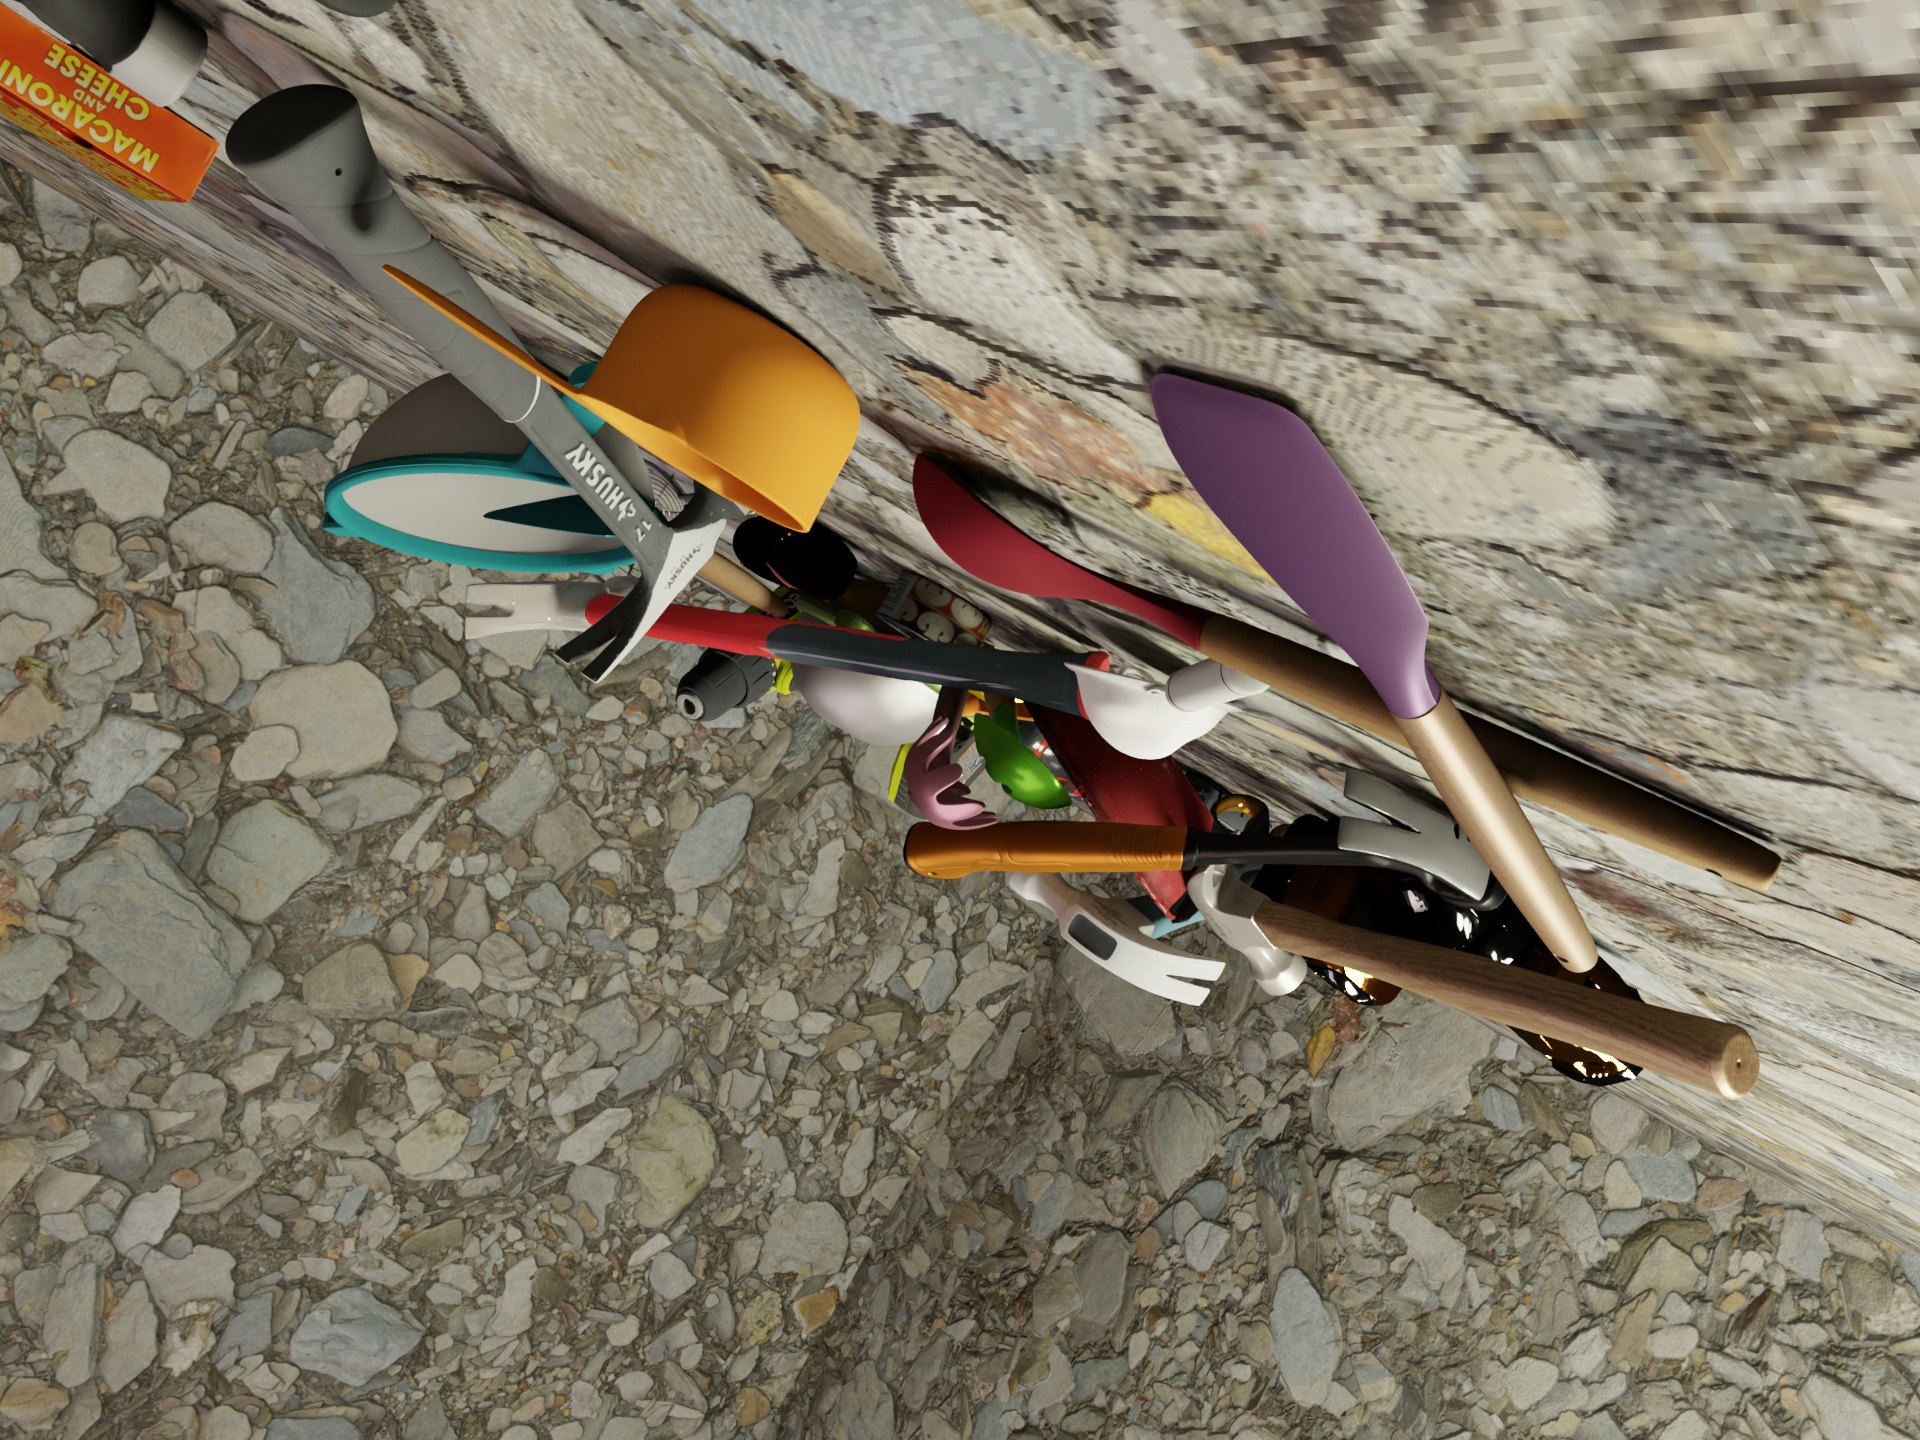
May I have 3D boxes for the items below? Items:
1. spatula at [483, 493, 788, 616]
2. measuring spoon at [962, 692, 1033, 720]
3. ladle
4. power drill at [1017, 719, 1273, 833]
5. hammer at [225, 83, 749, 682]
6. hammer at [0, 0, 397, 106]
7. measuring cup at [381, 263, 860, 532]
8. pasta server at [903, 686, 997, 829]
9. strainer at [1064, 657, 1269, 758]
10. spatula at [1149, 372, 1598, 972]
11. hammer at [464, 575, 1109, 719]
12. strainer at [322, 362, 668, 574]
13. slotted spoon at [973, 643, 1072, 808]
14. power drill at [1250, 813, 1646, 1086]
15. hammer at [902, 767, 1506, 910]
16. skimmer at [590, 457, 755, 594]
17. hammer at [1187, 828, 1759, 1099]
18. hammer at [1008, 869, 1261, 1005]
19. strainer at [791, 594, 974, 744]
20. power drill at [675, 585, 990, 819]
[{"bbox_3d":[-0.177,-0.098,1.006,0.082,0.044,0.317,10,173,18],"label":"spatula"},{"bbox_3d":[0.053,-0.009,1.048,0.117,0.011,0.021,4,-142,4],"label":"measuring spoon"},{"bbox_3d":[0.105,-0.020,0.520,0.316,0.031,0.069,27,176,28],"label":"ladle"},{"bbox_3d":[0.143,0.065,1.303,0.227,0.080,0.187,32,180,45],"label":"power drill"},{"bbox_3d":[-0.191,-0.134,0.700,0.036,0.149,0.408,32,172,16],"label":"hammer"},{"bbox_3d":[-0.224,-0.208,0.405,0.335,0.035,0.146,27,177,45],"label":"hammer"},{"bbox_3d":[-0.113,-0.129,0.538,0.173,0.052,0.095,32,178,5],"label":"measuring cup"},{"bbox_3d":[-0.002,-0.003,0.950,0.060,0.040,0.316,63,-169,-13],"label":"pasta server"},{"bbox_3d":[0.094,-0.011,0.683,0.087,0.050,0.258,14,175,-4],"label":"strainer"},{"bbox_3d":[0.132,0.005,0.443,0.060,0.018,0.315,29,170,45],"label":"spatula"},{"bbox_3d":[-0.100,-0.044,0.899,0.386,0.038,0.143,10,-170,29],"label":"hammer"},{"bbox_3d":[-0.261,-0.178,0.963,0.211,0.095,0.340,7,166,-27],"label":"strainer"},{"bbox_3d":[0.026,-0.007,0.965,0.070,0.031,0.314,46,-171,-12],"label":"slotted spoon"},{"bbox_3d":[0.257,0.115,0.904,0.185,0.084,0.226,39,170,-24],"label":"power drill"},{"bbox_3d":[0.090,0.063,0.798,0.337,0.034,0.127,-5,159,45],"label":"hammer"},{"bbox_3d":[-0.211,-0.136,1.111,0.127,0.090,0.363,61,166,-15],"label":"skimmer"},{"bbox_3d":[0.233,0.123,0.792,0.130,0.031,0.331,49,161,-26],"label":"hammer"},{"bbox_3d":[0.171,0.116,1.065,0.128,0.033,0.331,40,-155,28],"label":"hammer"},{"bbox_3d":[-0.070,-0.027,1.078,0.151,0.069,0.256,32,178,6],"label":"strainer"},{"bbox_3d":[-0.092,-0.019,1.249,0.228,0.080,0.190,28,-140,14],"label":"power drill"}]
